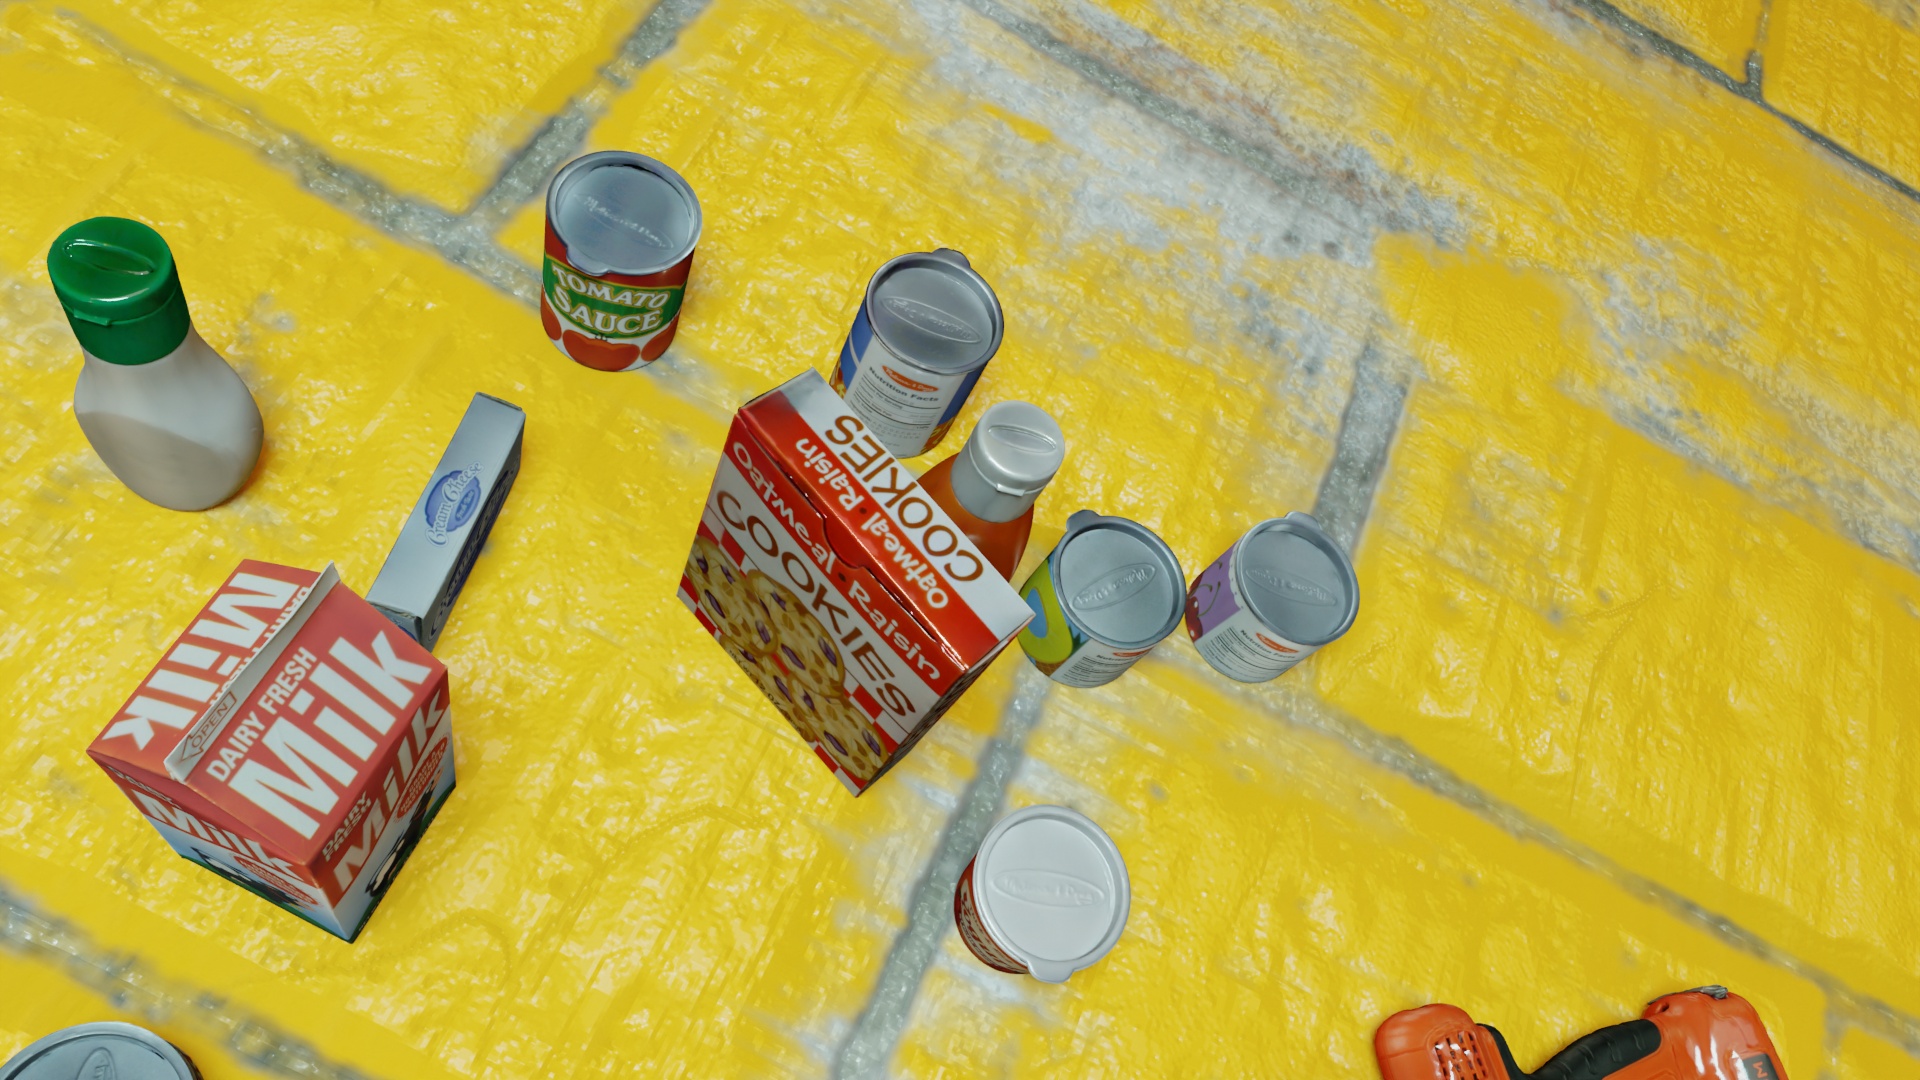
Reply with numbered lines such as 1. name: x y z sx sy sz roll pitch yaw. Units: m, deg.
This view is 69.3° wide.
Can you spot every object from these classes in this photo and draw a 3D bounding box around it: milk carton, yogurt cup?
1. milk carton: -0.219 0.070 0.457 0.073 0.189 0.073 29 59 -4
2. yogurt cup: 0.031 0.150 0.584 0.072 0.053 0.072 8 63 -16

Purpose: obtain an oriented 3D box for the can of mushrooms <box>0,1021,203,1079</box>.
1. can of mushrooms: -0.286 0.197 0.462 0.071 0.033 0.071 8 63 -16

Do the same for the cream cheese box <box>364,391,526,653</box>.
1. cream cheese box: -0.212 -0.005 0.576 0.024 0.053 0.104 21 60 -9

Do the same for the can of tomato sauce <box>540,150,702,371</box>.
1. can of tomato sauce: -0.158 -0.124 0.637 0.071 0.082 0.071 8 63 -16

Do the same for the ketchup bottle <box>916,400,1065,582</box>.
1. ketchup bottle: 0.002 -0.007 0.597 0.065 0.148 0.044 14 61 -13

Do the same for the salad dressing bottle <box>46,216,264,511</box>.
1. salad dressing bottle: -0.301 -0.062 0.519 0.064 0.147 0.044 16 61 -12

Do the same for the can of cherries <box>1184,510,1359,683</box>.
1. can of cherries: 0.153 0.028 0.685 0.071 0.058 0.072 8 63 -16

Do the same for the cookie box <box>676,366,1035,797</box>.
1. cookie box: -0.051 0.025 0.552 0.040 0.166 0.123 -38 82 -30

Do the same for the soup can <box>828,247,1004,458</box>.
1. soup can: -0.022 -0.089 0.667 0.071 0.083 0.071 8 63 -16

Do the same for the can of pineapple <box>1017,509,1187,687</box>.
1. can of pineapple: 0.064 0.028 0.654 0.071 0.057 0.071 8 63 -16
